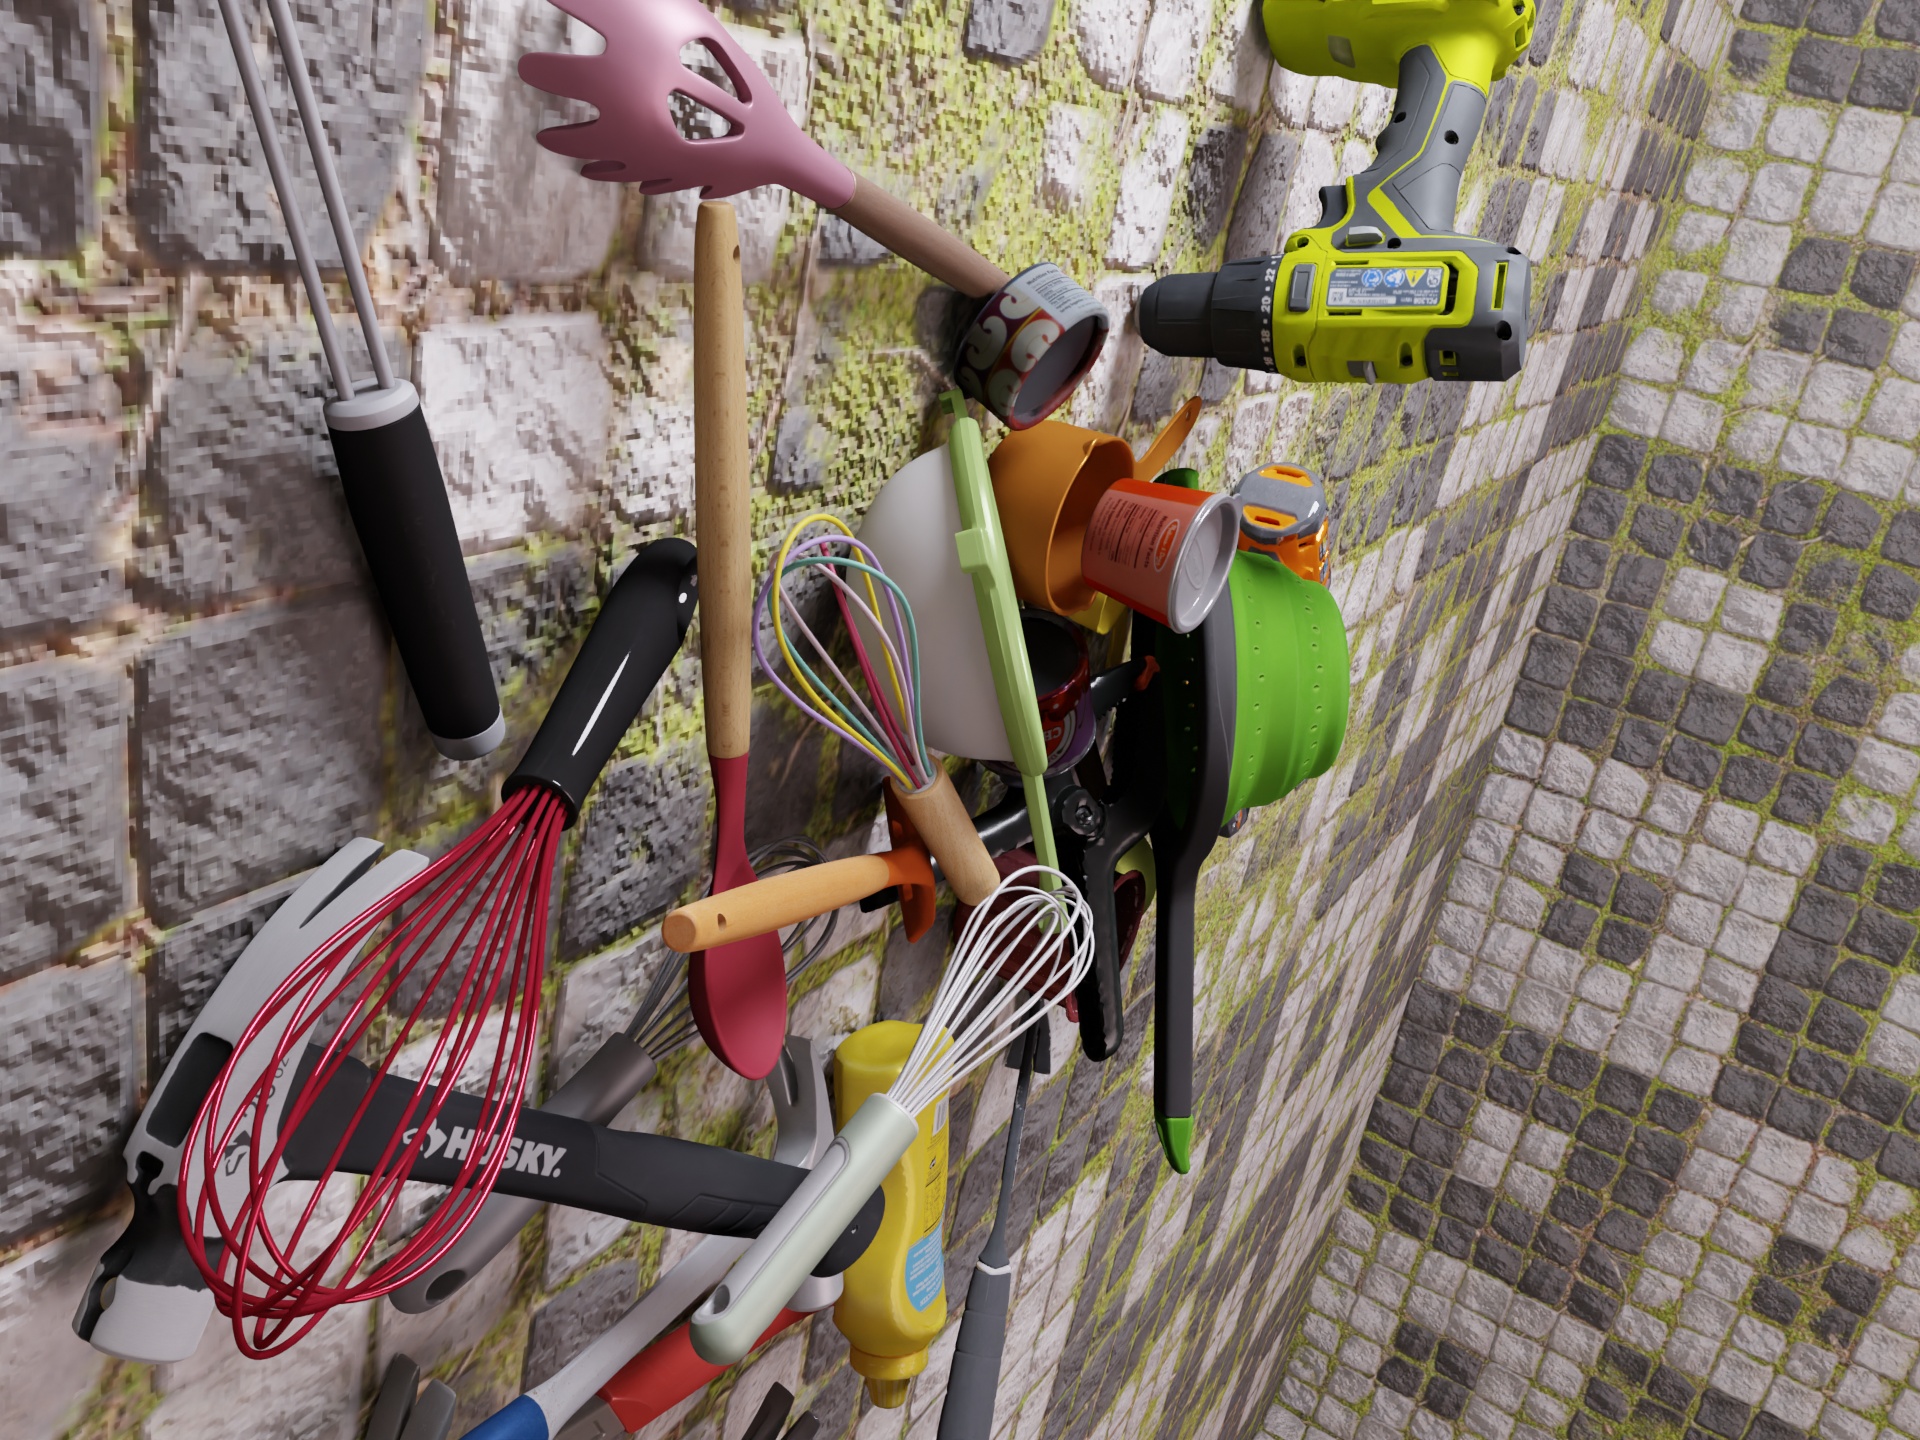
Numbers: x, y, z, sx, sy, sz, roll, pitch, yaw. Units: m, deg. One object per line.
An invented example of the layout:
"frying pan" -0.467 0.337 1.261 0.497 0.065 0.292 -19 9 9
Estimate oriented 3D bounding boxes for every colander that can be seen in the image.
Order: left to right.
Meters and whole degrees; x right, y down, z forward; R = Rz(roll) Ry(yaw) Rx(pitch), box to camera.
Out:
"colander" 0.158 0.059 0.896 0.204 0.094 0.397 -128 -142 -83

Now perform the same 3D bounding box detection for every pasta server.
"pasta server" -0.039 -0.183 0.564 0.316 0.040 0.060 -3 113 -67

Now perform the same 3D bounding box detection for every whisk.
"whisk" -0.126 0.037 0.448 0.296 0.073 0.073 -73 166 -47
"whisk" -0.127 0.132 0.618 0.239 0.055 0.055 -46 148 -31
"whisk" -0.022 0.151 0.635 0.246 0.058 0.059 -47 113 -31
"whisk" -0.020 0.007 0.600 0.244 0.051 0.047 64 15 -54

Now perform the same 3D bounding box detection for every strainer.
"strainer" -0.001 -0.002 0.687 0.152 0.069 0.256 -96 175 -56

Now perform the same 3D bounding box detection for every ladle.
"ladle" -0.079 -0.013 0.542 0.069 0.031 0.315 -66 160 -63
"ladle" 0.065 0.026 0.936 0.078 0.062 0.319 -57 146 -28

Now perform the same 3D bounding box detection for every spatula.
"spatula" -0.050 0.063 0.608 0.322 0.041 0.081 2 79 -76

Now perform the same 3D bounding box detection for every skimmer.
"skimmer" -0.139 -0.106 0.343 0.127 0.090 0.363 -17 137 -17

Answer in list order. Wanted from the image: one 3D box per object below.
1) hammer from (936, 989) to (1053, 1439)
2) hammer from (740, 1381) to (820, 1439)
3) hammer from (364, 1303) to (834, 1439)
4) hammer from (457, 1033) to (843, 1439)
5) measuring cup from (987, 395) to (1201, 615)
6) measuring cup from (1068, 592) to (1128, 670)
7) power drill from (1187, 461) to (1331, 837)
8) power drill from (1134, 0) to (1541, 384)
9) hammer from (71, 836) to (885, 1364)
"hammer" 0.019 0.289 0.882 0.409 0.036 0.149 -75 172 -48
"hammer" -0.174 0.379 0.647 0.143 0.038 0.386 -55 161 3
"hammer" -0.135 0.296 0.740 0.359 0.037 0.149 -8 117 -62
"hammer" -0.153 0.249 0.588 0.405 0.035 0.144 -28 119 -62
"measuring cup" 0.063 -0.123 0.785 0.174 0.052 0.095 -49 149 -40
"measuring cup" 0.079 -0.058 0.914 0.062 0.029 0.156 -59 165 -20
"power drill" 0.190 -0.040 1.079 0.226 0.084 0.164 -63 156 -20
"power drill" 0.195 -0.279 0.805 0.080 0.190 0.228 32 66 -65
"hammer" -0.124 0.152 0.558 0.334 0.035 0.146 36 69 -53
